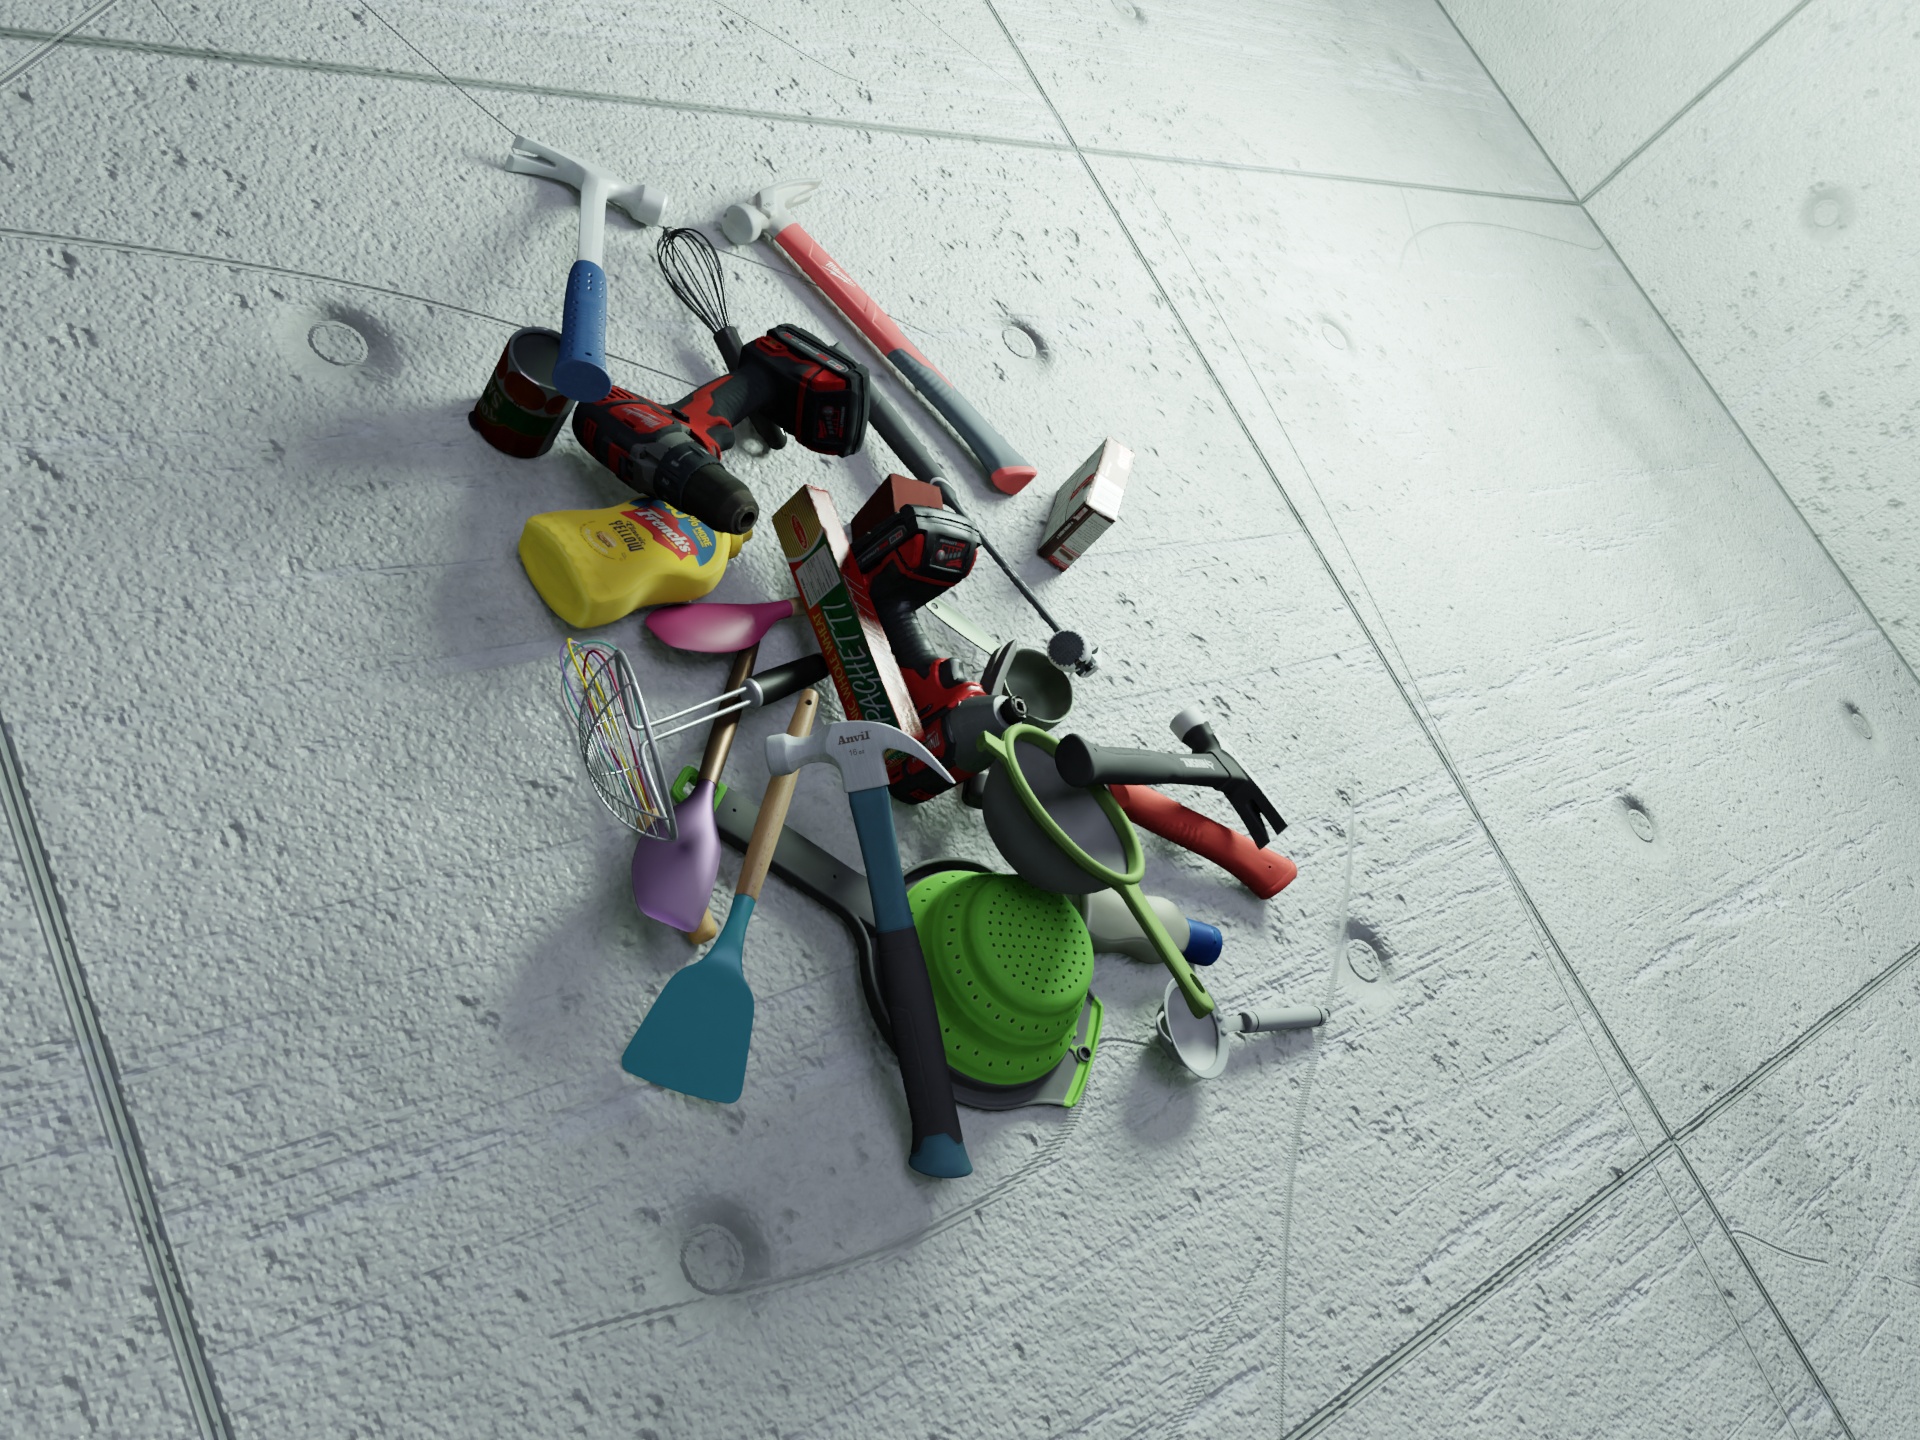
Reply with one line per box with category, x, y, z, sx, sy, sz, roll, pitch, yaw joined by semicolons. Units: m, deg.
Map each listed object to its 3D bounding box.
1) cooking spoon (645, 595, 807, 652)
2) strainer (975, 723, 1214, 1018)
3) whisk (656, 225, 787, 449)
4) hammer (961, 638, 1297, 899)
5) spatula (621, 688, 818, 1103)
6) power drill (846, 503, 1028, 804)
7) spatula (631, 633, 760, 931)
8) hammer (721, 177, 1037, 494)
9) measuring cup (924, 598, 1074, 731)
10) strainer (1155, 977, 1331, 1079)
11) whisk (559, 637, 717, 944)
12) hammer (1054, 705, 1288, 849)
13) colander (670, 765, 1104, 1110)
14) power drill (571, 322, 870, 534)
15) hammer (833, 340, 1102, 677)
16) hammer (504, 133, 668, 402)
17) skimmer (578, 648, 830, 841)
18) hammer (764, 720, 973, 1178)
cooking spoon;-0.126;-0.098;1.331;0.319;0.017;0.069;-15;47;-45
strainer;0.093;0.122;1.180;0.256;0.069;0.151;57;22;19
whisk;-0.213;-0.346;1.434;0.055;0.055;0.239;-18;77;-43
hammer;0.158;0.065;1.399;0.358;0.037;0.149;26;62;-27
spatula;-0.149;0.109;1.126;0.082;0.044;0.318;19;54;-6
power drill;-0.020;-0.056;1.286;0.078;0.143;0.220;8;61;-45
spatula;-0.184;0.030;1.171;0.059;0.018;0.316;26;38;-14
hammer;-0.060;-0.379;1.573;0.386;0.038;0.143;46;43;-1
measuring cup;0.024;-0.050;1.407;0.167;0.038;0.083;38;45;-7
strainer;0.236;0.258;1.348;0.258;0.050;0.087;5;64;-41
whisk;-0.231;0.047;1.147;0.051;0.047;0.245;-20;78;-31
hammer;0.169;0.044;1.314;0.146;0.035;0.334;54;22;21
colander;-0.032;0.138;1.190;0.397;0.094;0.205;35;45;-12
power drill;-0.174;-0.233;1.290;0.188;0.080;0.227;36;46;27
hammer;-0.002;-0.197;1.462;0.409;0.036;0.149;52;9;14
hammer;-0.311;-0.375;1.305;0.144;0.035;0.406;18;34;-24
skimmer;-0.155;-0.012;1.135;0.363;0.090;0.127;-30;106;-64
hammer;-0.045;0.161;1.126;0.128;0.033;0.331;-12;89;2
